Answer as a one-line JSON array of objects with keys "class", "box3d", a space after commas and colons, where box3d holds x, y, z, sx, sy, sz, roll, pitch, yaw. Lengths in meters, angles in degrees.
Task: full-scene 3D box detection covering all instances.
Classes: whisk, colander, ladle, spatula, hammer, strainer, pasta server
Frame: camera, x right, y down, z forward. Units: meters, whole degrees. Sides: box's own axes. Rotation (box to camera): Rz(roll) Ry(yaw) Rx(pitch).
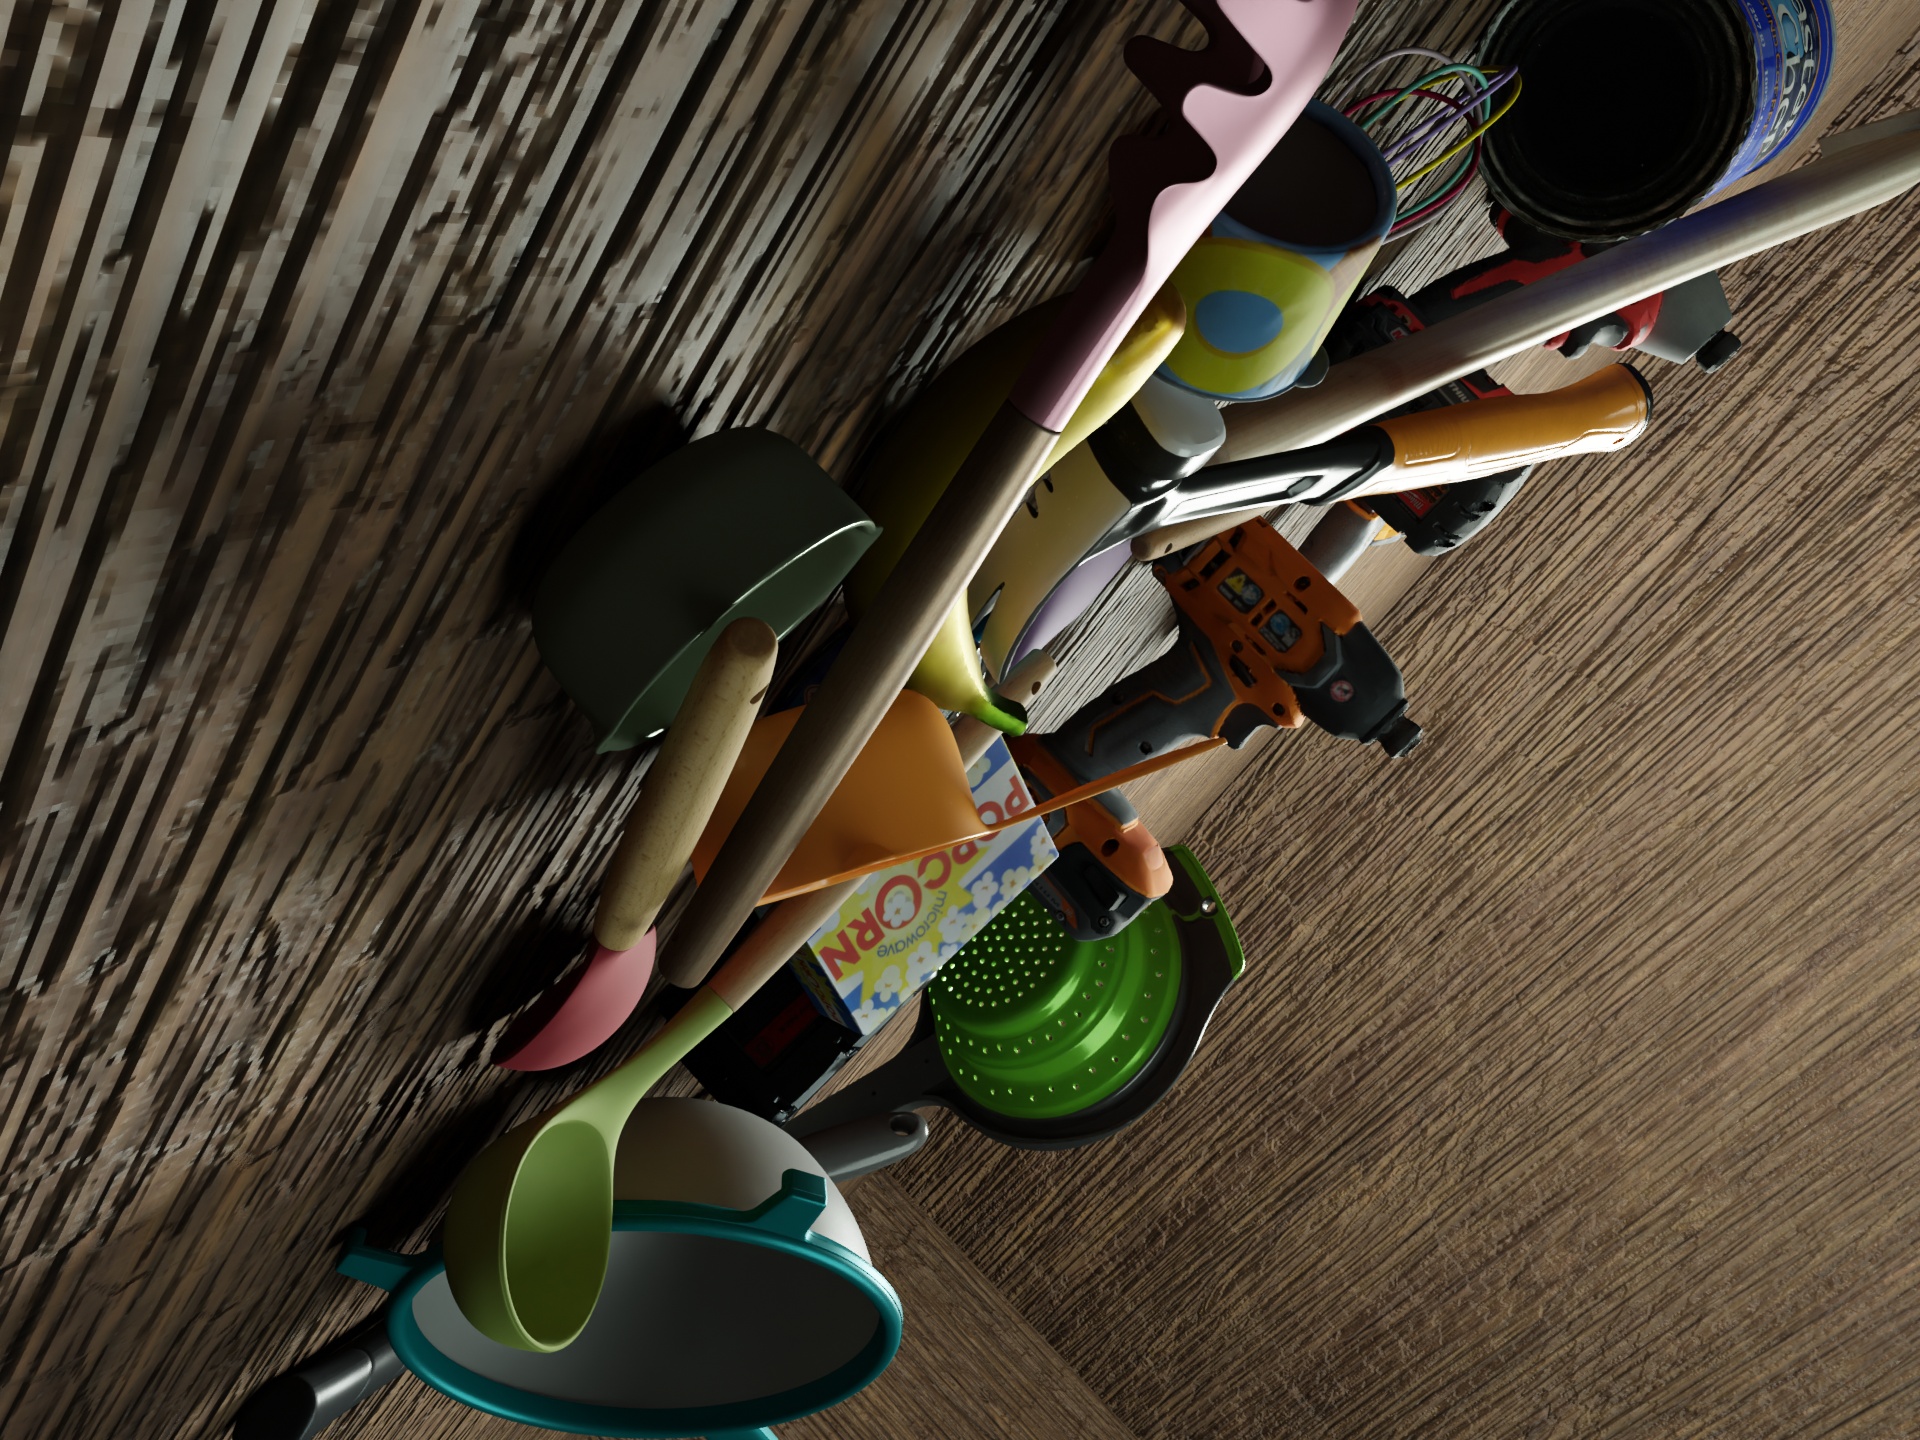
[{"class": "whisk", "box3d": [-0.127, 0.235, 0.796, 0.239, 0.055, 0.055, -11, 154, -21]}, {"class": "colander", "box3d": [-0.021, 0.197, 1.003, 0.397, 0.205, 0.094, -33, 136, 12]}, {"class": "ladle", "box3d": [-0.091, 0.048, 0.442, 0.069, 0.031, 0.315, -45, 177, -31]}, {"class": "spatula", "box3d": [-0.001, -0.002, 0.653, 0.316, 0.018, 0.059, -50, 156, -17]}, {"class": "hammer", "box3d": [0.151, -0.092, 0.588, 0.337, 0.034, 0.127, -16, 160, -37]}, {"class": "hammer", "box3d": [-0.216, 0.275, 0.866, 0.149, 0.036, 0.409, -51, 167, 26]}, {"class": "spatula", "box3d": [0.159, -0.127, 0.801, 0.317, 0.044, 0.082, -28, 150, -50]}, {"class": "strainer", "box3d": [-0.119, 0.268, 0.733, 0.211, 0.095, 0.340, -9, 137, 6]}, {"class": "ladle", "box3d": [-0.062, 0.089, 0.585, 0.320, 0.062, 0.078, -46, 145, -19]}, {"class": "whisk", "box3d": [0.087, -0.143, 0.507, 0.245, 0.047, 0.051, -39, 155, -13]}, {"class": "pasta server", "box3d": [-0.004, -0.053, 0.373, 0.316, 0.040, 0.060, -56, -157, 24]}, {"class": "hammer", "box3d": [0.264, -0.183, 0.682, 0.410, 0.038, 0.146, -23, -169, -7]}]

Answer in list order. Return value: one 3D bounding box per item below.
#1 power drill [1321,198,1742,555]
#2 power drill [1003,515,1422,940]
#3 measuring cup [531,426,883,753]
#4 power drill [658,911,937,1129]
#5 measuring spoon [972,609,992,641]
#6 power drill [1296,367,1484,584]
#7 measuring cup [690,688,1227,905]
[{"class": "power drill", "box3d": [0.278, -0.185, 0.776, 0.220, 0.143, 0.078, -39, 171, -21]}, {"class": "power drill", "box3d": [0.123, 0.013, 0.849, 0.226, 0.164, 0.084, -48, 169, 20]}, {"class": "measuring cup", "box3d": [-0.070, -0.021, 0.393, 0.083, 0.038, 0.167, -41, 180, -20]}, {"class": "power drill", "box3d": [-0.062, 0.133, 0.829, 0.188, 0.080, 0.226, -43, 171, -11]}, {"class": "measuring spoon", "box3d": [0.024, -0.061, 0.627, 0.128, 0.021, 0.042, -40, -171, 18]}, {"class": "power drill", "box3d": [0.250, -0.127, 1.031, 0.226, 0.084, 0.185, -47, 169, -18]}, {"class": "measuring cup", "box3d": [-0.002, 0.011, 0.490, 0.173, 0.052, 0.095, -17, 175, -14]}]
